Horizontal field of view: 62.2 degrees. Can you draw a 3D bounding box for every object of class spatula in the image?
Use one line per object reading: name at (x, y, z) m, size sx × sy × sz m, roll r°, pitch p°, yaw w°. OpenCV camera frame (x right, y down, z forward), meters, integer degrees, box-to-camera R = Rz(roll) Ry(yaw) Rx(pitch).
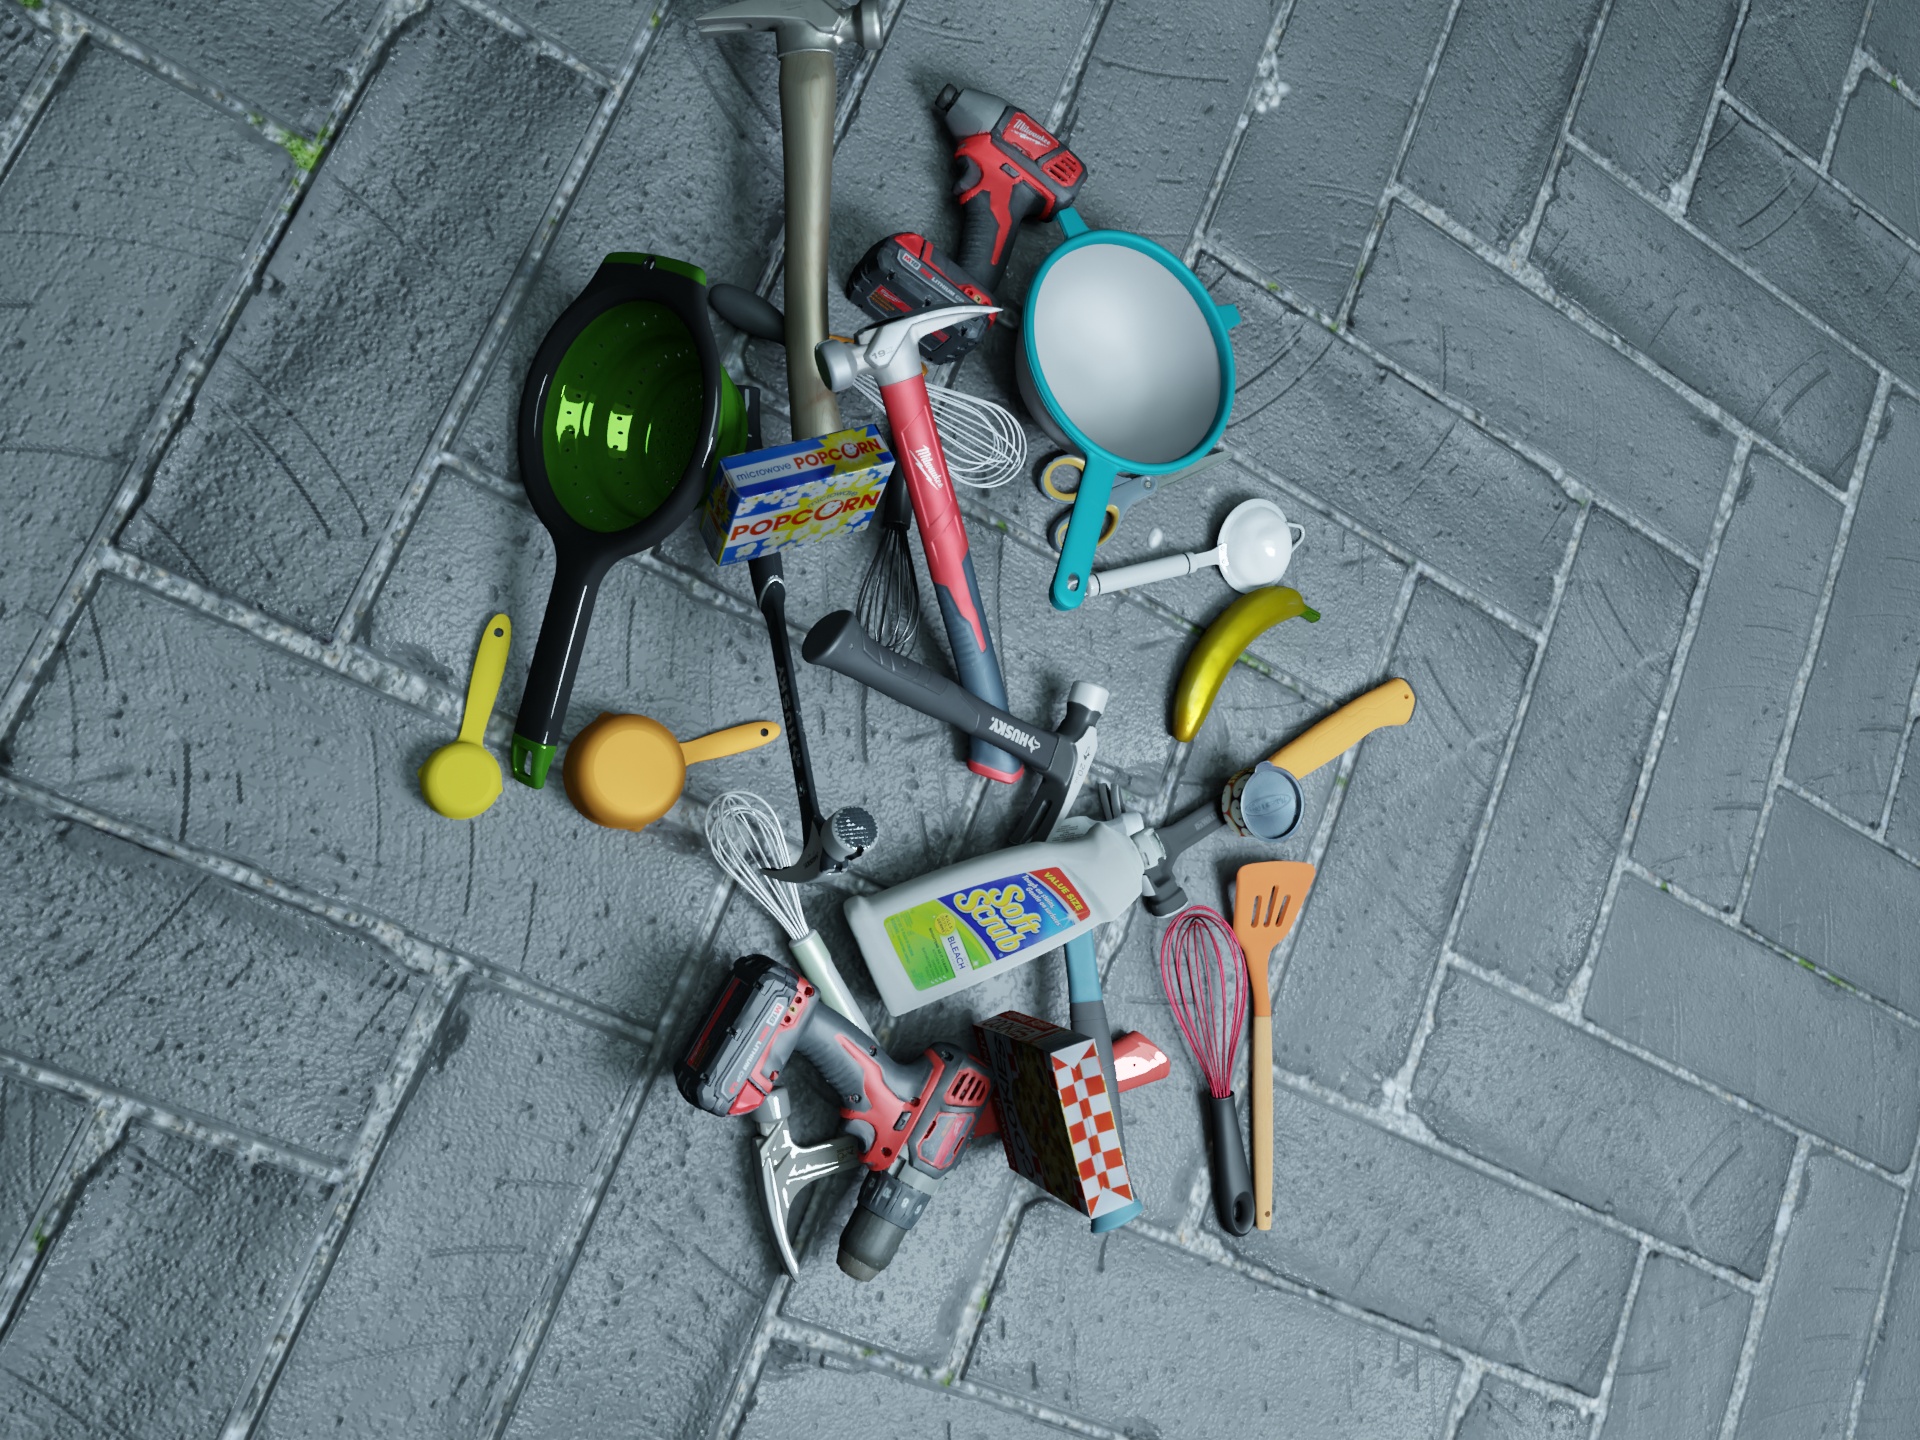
spatula at (0.270, 0.285, 1.398) m, size 0.081 × 0.041 × 0.322 m, roll 2°, pitch 86°, yaw -23°

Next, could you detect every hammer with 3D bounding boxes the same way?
hammer at (-0.128, -0.358, 1.234) m, size 0.146 × 0.038 × 0.411 m, roll -2°, pitch 86°, yaw 2°
hammer at (-0.002, -0.004, 1.208) m, size 0.334 × 0.035 × 0.146 m, roll 26°, pitch 81°, yaw -49°
hammer at (-0.139, -0.073, 1.196) m, size 0.036 × 0.149 × 0.409 m, roll -1°, pitch 69°, yaw -29°
hammer at (0.010, 0.330, 1.289) m, size 0.359 × 0.037 × 0.149 m, roll -11°, pitch 90°, yaw -23°
hammer at (0.006, -0.129, 1.250) m, size 0.143 × 0.038 × 0.386 m, roll -22°, pitch 114°, yaw -13°
hammer at (0.105, 0.243, 1.293) m, size 0.128 × 0.033 × 0.331 m, roll -6°, pitch 77°, yaw -3°
hammer at (0.278, 0.041, 1.425) m, size 0.337 × 0.034 × 0.127 m, roll -29°, pitch 98°, yaw -22°

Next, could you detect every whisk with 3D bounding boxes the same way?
whisk at (0.223, 0.304, 1.371) m, size 0.073 × 0.073 × 0.296 m, roll -11°, pitch 96°, yaw -23°
whisk at (-0.049, -0.160, 1.299) m, size 0.055 × 0.055 × 0.239 m, roll 12°, pitch 77°, yaw -21°
whisk at (-0.126, 0.163, 1.242) m, size 0.059 × 0.058 × 0.246 m, roll -25°, pitch 102°, yaw 12°
whisk at (-0.074, -0.274, 1.272) m, size 0.284 × 0.070 × 0.070 m, roll 29°, pitch 75°, yaw -3°

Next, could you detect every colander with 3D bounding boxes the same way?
colander at (-0.248, -0.139, 1.187) m, size 0.094 × 0.205 × 0.397 m, roll 8°, pitch 100°, yaw -56°

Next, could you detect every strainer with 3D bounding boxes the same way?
strainer at (0.210, -0.140, 1.409) m, size 0.258 × 0.050 × 0.086 m, roll -14°, pitch 106°, yaw -20°
strainer at (0.107, -0.240, 1.331) m, size 0.210 × 0.095 × 0.340 m, roll 23°, pitch 71°, yaw -24°

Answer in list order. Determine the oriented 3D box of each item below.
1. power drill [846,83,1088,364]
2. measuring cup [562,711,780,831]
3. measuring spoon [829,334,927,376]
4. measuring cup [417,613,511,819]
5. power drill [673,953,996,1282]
power drill at (0.003, -0.421, 1.326) m, size 0.143 × 0.078 × 0.220 m, roll 35°, pitch 71°, yaw -17°
measuring cup at (-0.213, 0.027, 1.210) m, size 0.173 × 0.052 × 0.095 m, roll -16°, pitch 92°, yaw -21°
measuring spoon at (-0.080, -0.305, 1.314) m, size 0.116 × 0.011 × 0.021 m, roll 13°, pitch 81°, yaw -21°
measuring cup at (-0.354, -0.004, 1.167) m, size 0.062 × 0.029 × 0.156 m, roll 15°, pitch 82°, yaw -21°
power drill at (-0.100, 0.297, 1.190) m, size 0.226 × 0.080 × 0.188 m, roll 33°, pitch 79°, yaw -20°
